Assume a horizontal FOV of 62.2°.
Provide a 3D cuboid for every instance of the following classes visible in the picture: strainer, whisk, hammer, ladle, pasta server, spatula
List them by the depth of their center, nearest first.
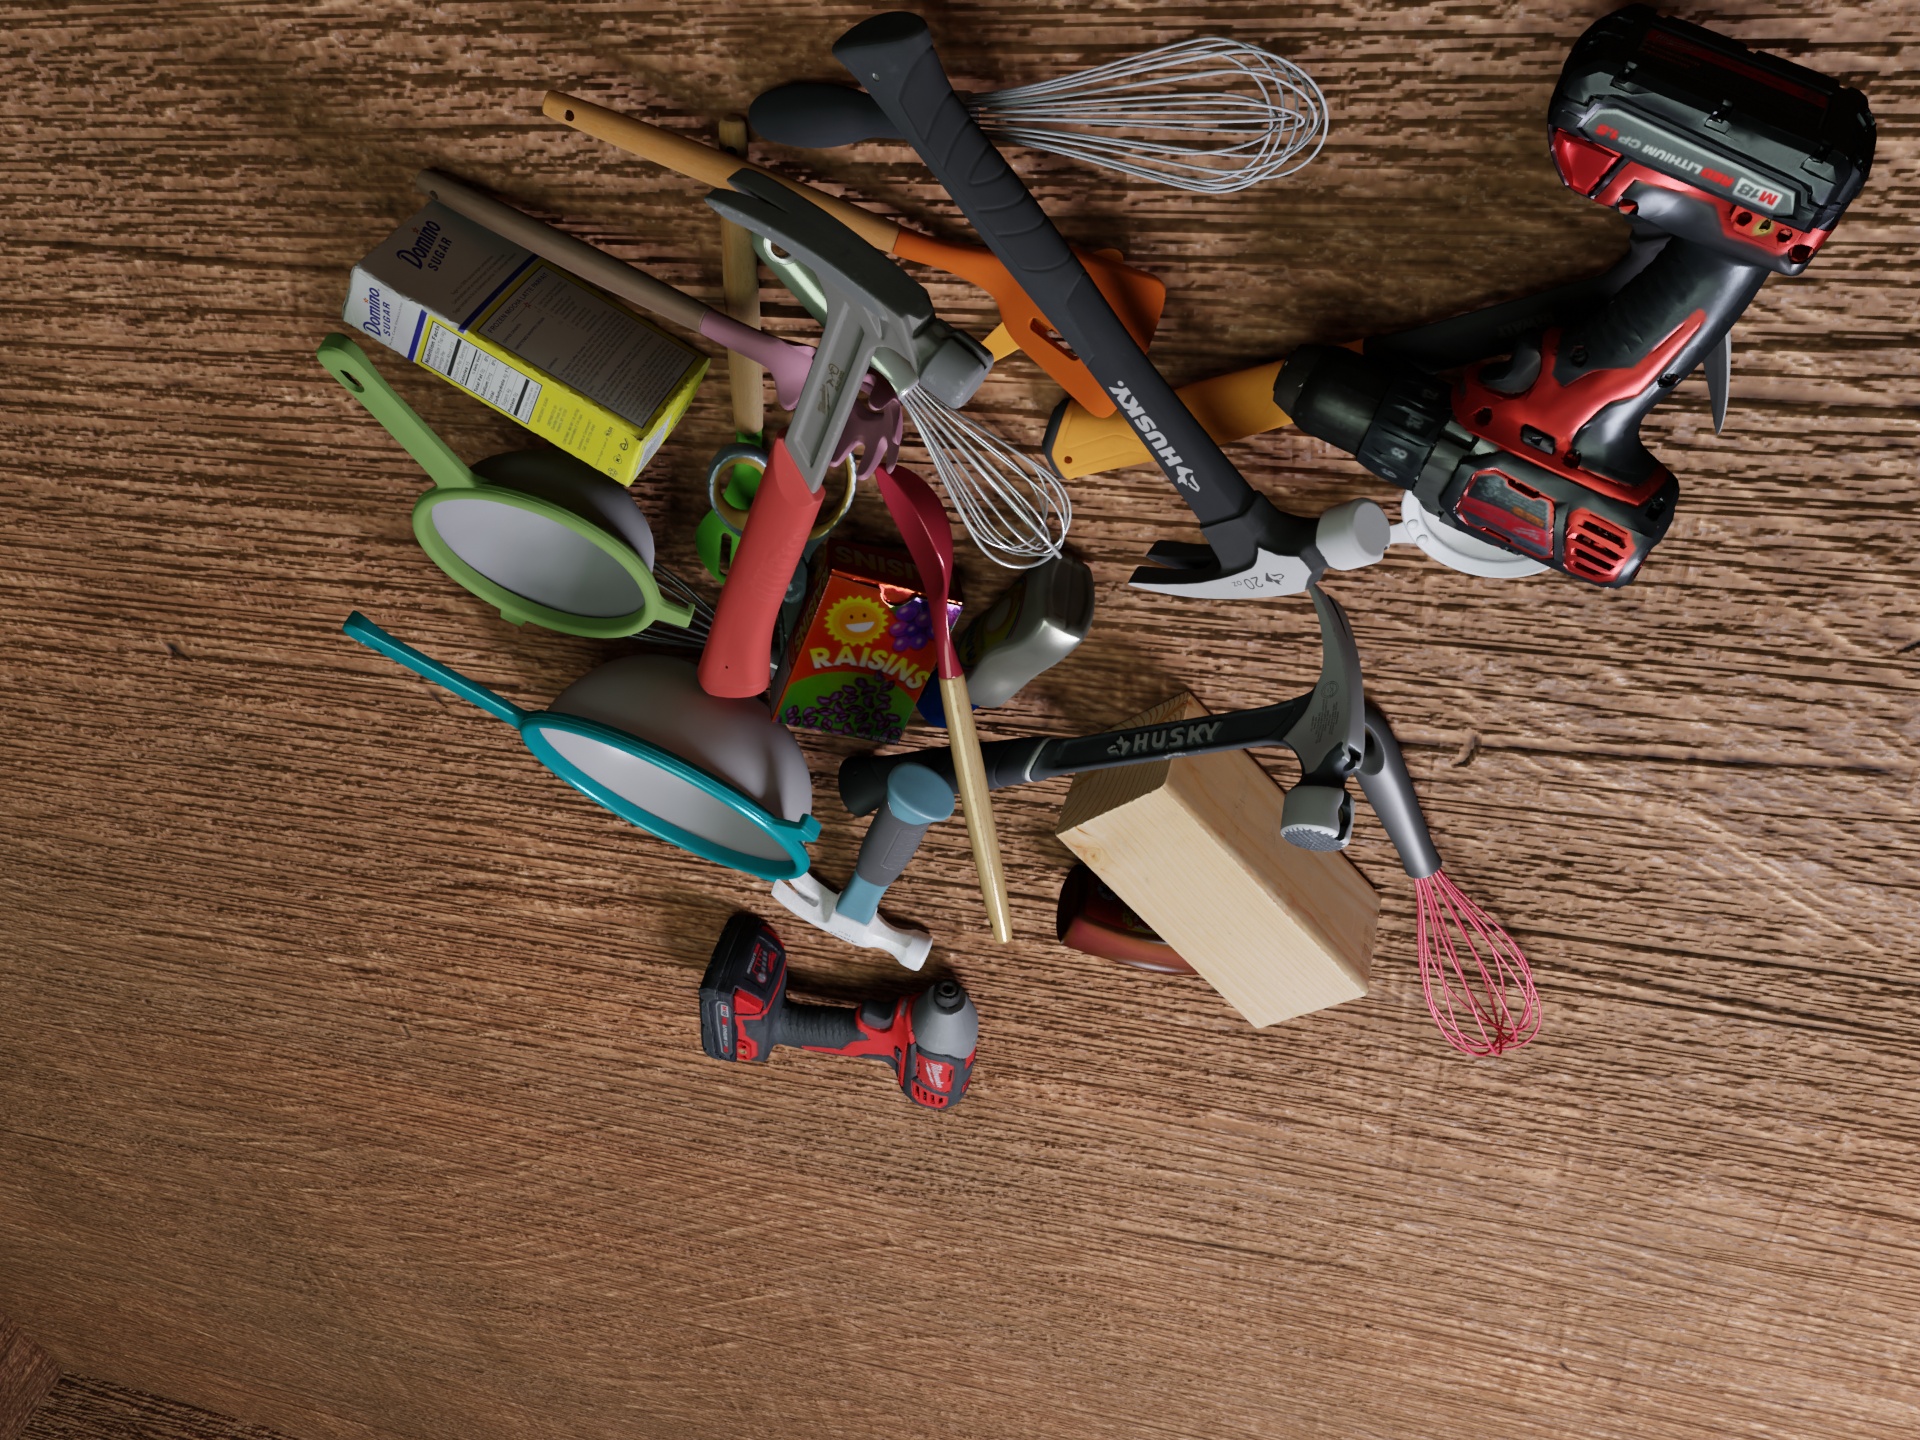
[{"bbox_3d":[0.027,-0.281,0.737,0.285,0.070,0.070,9,135,21],"label":"whisk"},{"bbox_3d":[0.057,-0.186,0.752,0.334,0.035,0.146,48,150,-21],"label":"hammer"},{"bbox_3d":[0.197,-0.167,0.791,0.337,0.034,0.127,-10,127,30],"label":"hammer"},{"bbox_3d":[-0.056,-0.248,0.797,0.322,0.041,0.081,20,128,-5],"label":"spatula"},{"bbox_3d":[0.216,-0.099,0.846,0.258,0.050,0.086,-10,135,37],"label":"strainer"},{"bbox_3d":[-0.163,-0.221,0.850,0.316,0.040,0.060,28,144,9],"label":"pasta server"},{"bbox_3d":[-0.102,-0.121,0.857,0.149,0.037,0.359,37,145,3],"label":"hammer"},{"bbox_3d":[-0.024,-0.176,0.866,0.058,0.059,0.246,-42,110,5],"label":"whisk"},{"bbox_3d":[-0.262,-0.143,0.907,0.151,0.069,0.256,2,149,29],"label":"strainer"},{"bbox_3d":[-0.001,-0.003,0.932,0.031,0.069,0.315,-18,115,-14],"label":"ladle"},{"bbox_3d":[0.065,0.016,0.964,0.409,0.149,0.036,-9,150,45],"label":"hammer"},{"bbox_3d":[0.298,0.107,1.004,0.073,0.073,0.295,-13,120,32],"label":"whisk"},{"bbox_3d":[-0.145,-0.052,1.039,0.239,0.055,0.055,24,137,-8],"label":"whisk"},{"bbox_3d":[-0.235,-0.012,1.061,0.340,0.095,0.211,29,161,-6],"label":"strainer"},{"bbox_3d":[-0.055,0.099,1.085,0.128,0.033,0.331,23,155,-2],"label":"hammer"}]

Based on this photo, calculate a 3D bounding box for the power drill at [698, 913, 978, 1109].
[{"bbox_3d":[-0.093,0.235,1.277,0.219,0.079,0.143,13,137,5],"label":"power drill"}]

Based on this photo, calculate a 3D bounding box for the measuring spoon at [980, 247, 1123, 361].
[{"bbox_3d":[0.040,-0.212,0.830,0.117,0.011,0.021,-29,102,36],"label":"measuring spoon"}]

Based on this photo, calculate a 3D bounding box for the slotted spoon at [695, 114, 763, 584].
[{"bbox_3d":[-0.124,-0.189,0.906,0.070,0.031,0.313,4,133,0],"label":"slotted spoon"}]

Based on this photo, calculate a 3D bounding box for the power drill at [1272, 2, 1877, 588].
[{"bbox_3d":[0.249,-0.177,0.681,0.188,0.080,0.226,28,137,12],"label":"power drill"}]
